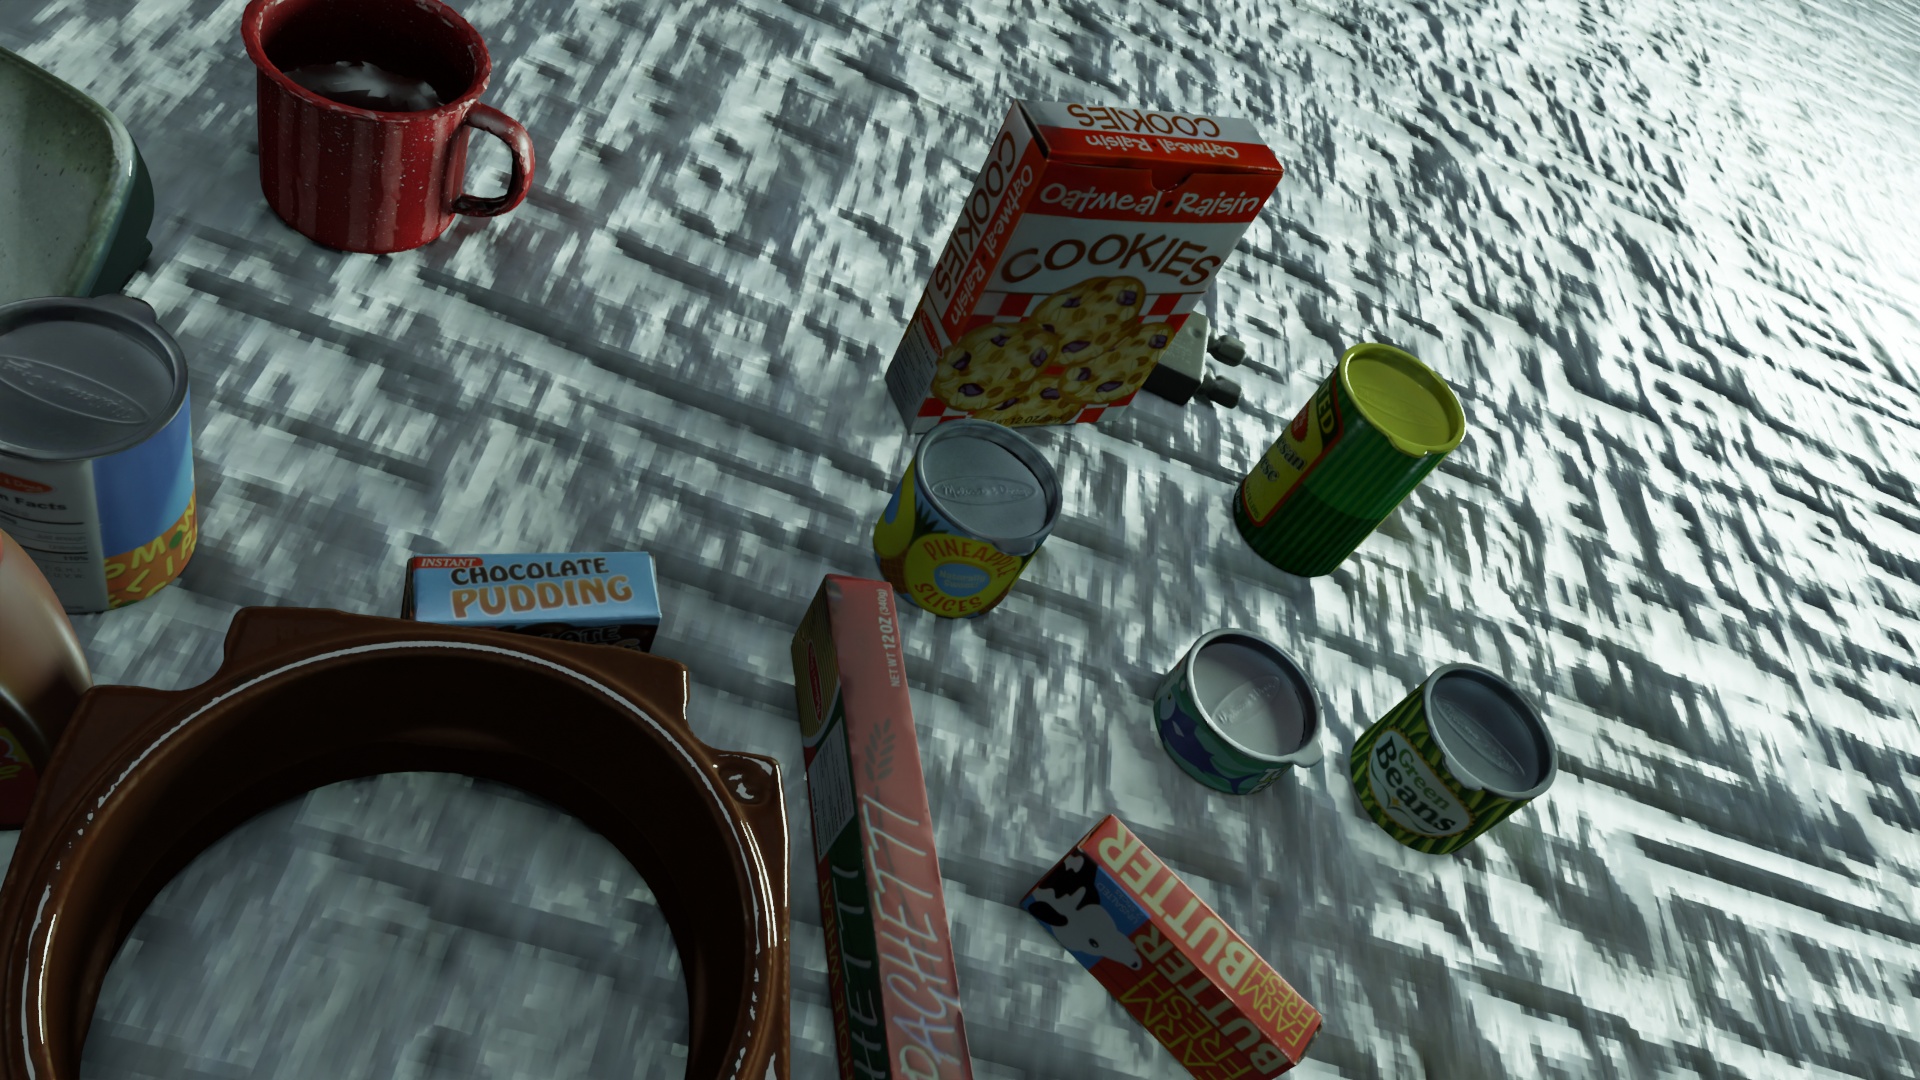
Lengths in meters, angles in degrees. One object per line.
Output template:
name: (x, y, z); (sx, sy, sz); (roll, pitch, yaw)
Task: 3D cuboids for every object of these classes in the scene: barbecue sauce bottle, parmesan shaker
barbecue sauce bottle: (-0.269, 0.025, 0.367); (0.065, 0.147, 0.044); (16, 48, -14)
parmesan shaker: (0.184, -0.035, 0.669); (0.071, 0.102, 0.072); (14, 49, -16)

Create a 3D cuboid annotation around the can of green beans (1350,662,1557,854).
can of green beans: (0.215, 0.096, 0.609); (0.071, 0.057, 0.071); (14, 49, -16)

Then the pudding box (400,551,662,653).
pudding box: (-0.152, 0.028, 0.490); (0.084, 0.049, 0.030); (0, 54, -26)

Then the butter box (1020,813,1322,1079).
butter box: (0.074, 0.151, 0.499); (0.103, 0.052, 0.024); (43, 48, 11)

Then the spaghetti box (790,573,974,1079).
spaghetti box: (-0.027, 0.128, 0.470); (0.029, 0.050, 0.251); (5, 52, -23)

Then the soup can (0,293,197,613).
soup can: (-0.283, -0.028, 0.448); (0.071, 0.083, 0.072); (14, 49, -16)

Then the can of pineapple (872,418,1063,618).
can of pineapple: (0.002, -0.007, 0.589); (0.071, 0.057, 0.071); (14, 49, -16)

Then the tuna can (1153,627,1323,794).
tuna can: (0.120, 0.075, 0.597); (0.071, 0.032, 0.071); (14, 49, -16)

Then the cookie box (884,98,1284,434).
cookie box: (0.051, -0.117, 0.627); (0.123, 0.166, 0.040); (-6, 57, -30)
